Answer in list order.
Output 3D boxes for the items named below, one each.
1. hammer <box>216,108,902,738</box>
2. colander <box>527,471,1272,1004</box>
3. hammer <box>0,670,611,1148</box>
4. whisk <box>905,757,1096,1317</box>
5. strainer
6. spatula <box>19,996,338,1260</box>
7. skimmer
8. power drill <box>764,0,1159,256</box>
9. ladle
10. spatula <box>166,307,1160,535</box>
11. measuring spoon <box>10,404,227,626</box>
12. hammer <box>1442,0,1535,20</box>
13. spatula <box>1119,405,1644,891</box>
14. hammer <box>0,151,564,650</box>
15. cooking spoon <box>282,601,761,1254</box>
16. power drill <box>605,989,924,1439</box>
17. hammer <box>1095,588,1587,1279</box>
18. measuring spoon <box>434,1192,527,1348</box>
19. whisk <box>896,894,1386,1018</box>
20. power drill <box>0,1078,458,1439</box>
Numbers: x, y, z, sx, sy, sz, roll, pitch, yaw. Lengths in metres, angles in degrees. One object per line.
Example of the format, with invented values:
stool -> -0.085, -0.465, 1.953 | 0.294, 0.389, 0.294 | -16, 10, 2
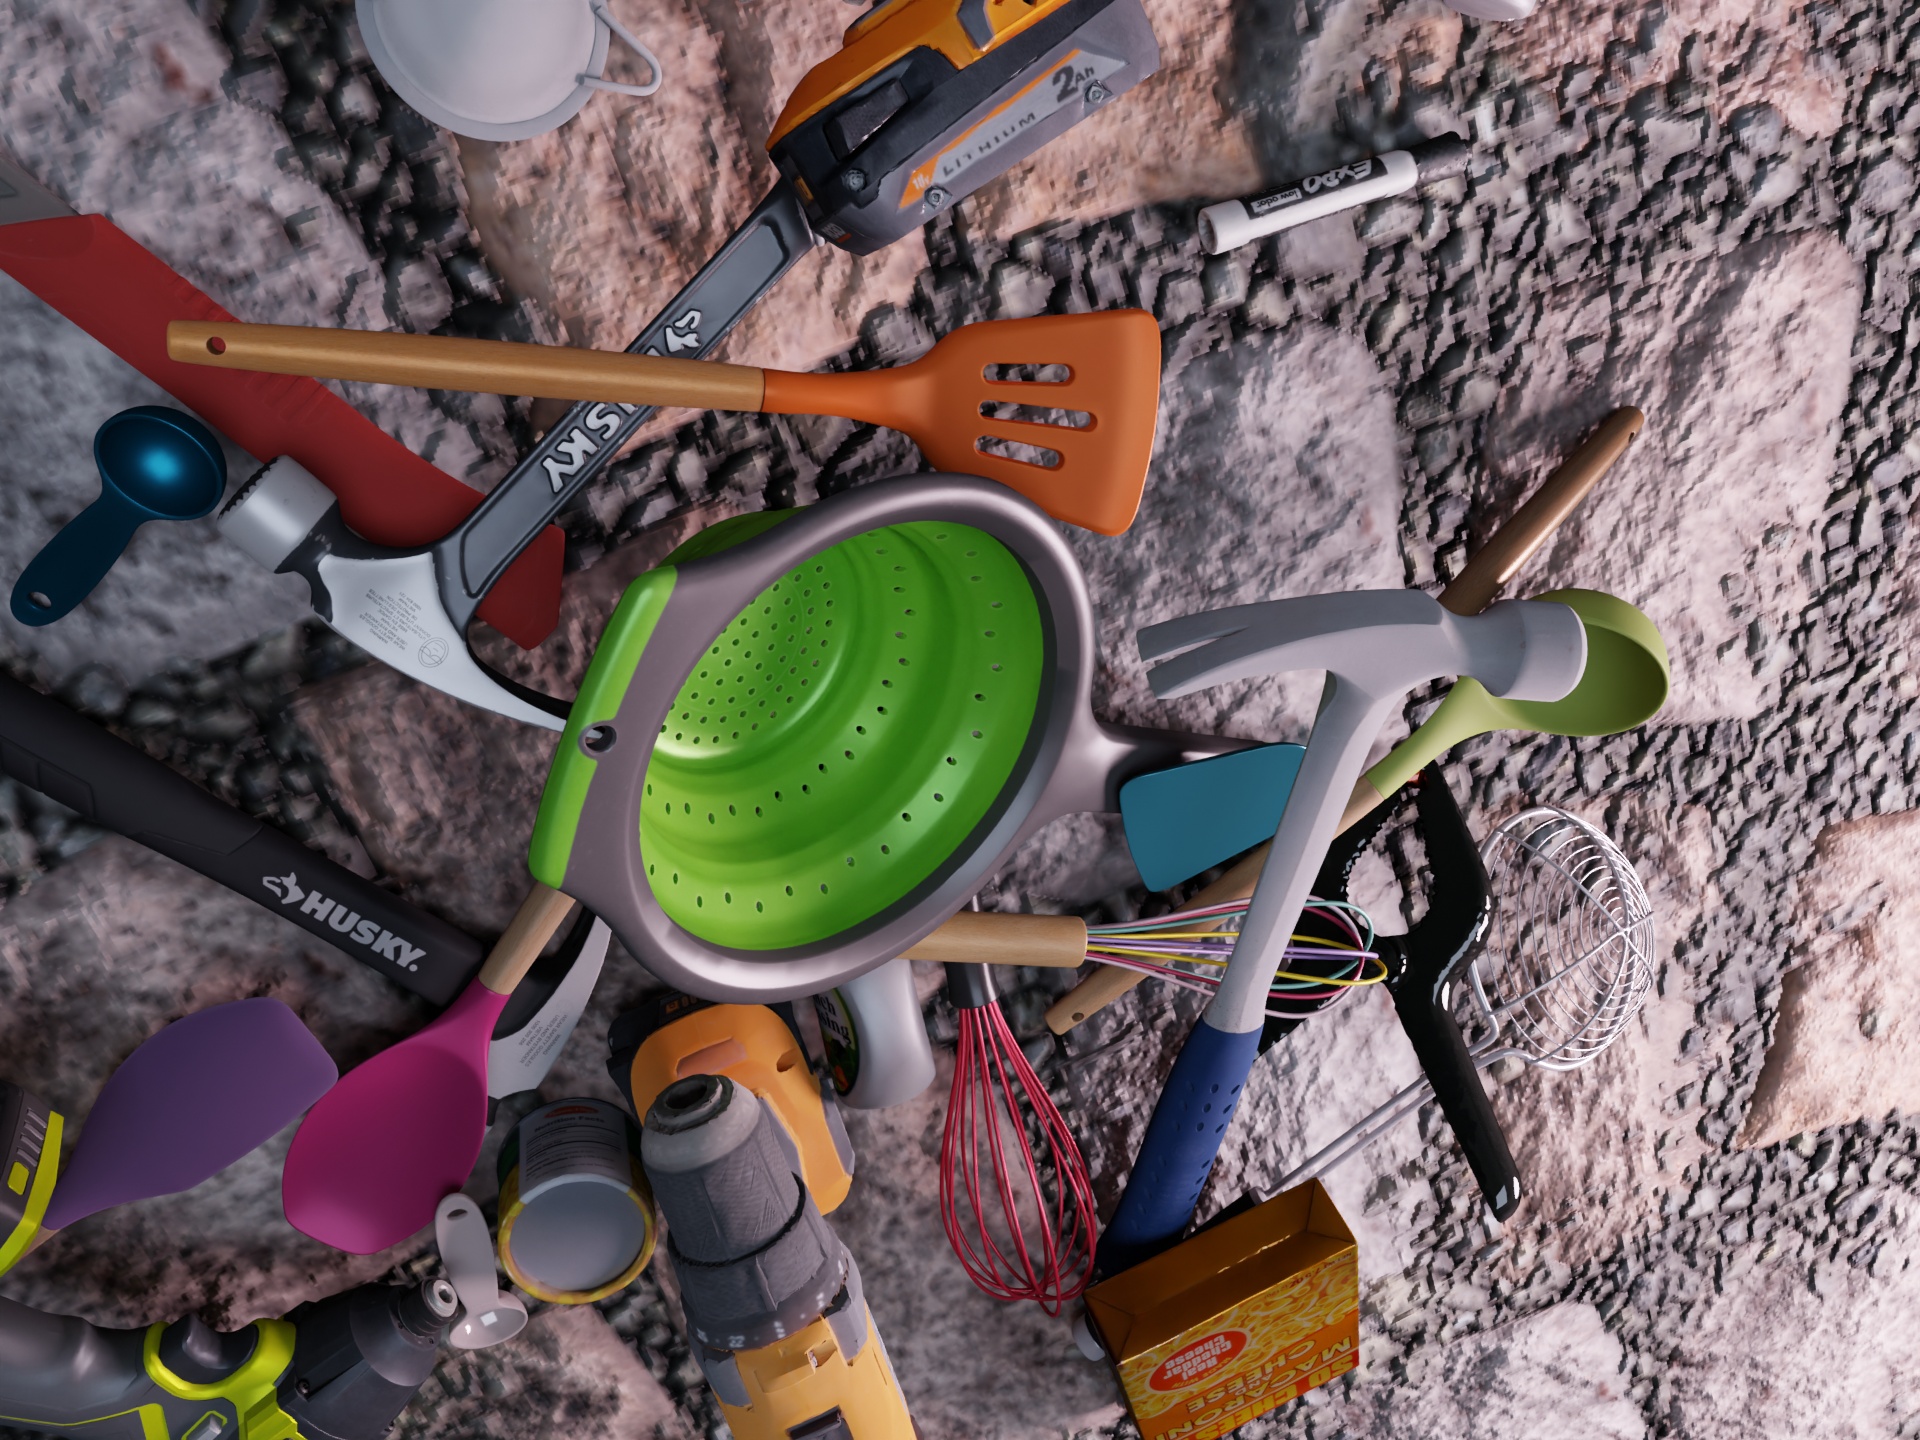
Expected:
hammer -> -0.064, -0.166, 0.566 | 0.409, 0.036, 0.149 | -46, 114, 1
colander -> -0.001, -0.002, 0.625 | 0.396, 0.095, 0.204 | 6, 114, -46
hammer -> -0.288, 0.038, 0.610 | 0.334, 0.035, 0.146 | 36, 96, -23
whisk -> 0.010, 0.142, 0.718 | 0.073, 0.073, 0.295 | -15, 106, -11
strainer -> -0.225, -0.259, 0.526 | 0.258, 0.050, 0.087 | 12, 89, -16
spatula -> -0.384, 0.209, 0.632 | 0.316, 0.018, 0.059 | -36, 99, 5
skimmer -> 0.195, 0.190, 0.803 | 0.363, 0.090, 0.127 | -41, 109, 11
power drill -> -0.058, -0.260, 0.481 | 0.164, 0.084, 0.226 | -34, 107, -4
ladle -> 0.168, 0.052, 0.710 | 0.320, 0.062, 0.078 | -38, 119, 11
spatula -> -0.090, -0.113, 0.535 | 0.322, 0.041, 0.081 | 1, 108, -18
measuring spoon -> -0.297, -0.071, 0.557 | 0.128, 0.021, 0.042 | -31, 122, 31
hammer -> 0.064, -0.380, 0.567 | 0.386, 0.038, 0.143 | 10, 104, -19
spatula -> 0.194, -0.042, 0.690 | 0.317, 0.044, 0.082 | -43, 142, -18
hammer -> -0.292, -0.137, 0.548 | 0.358, 0.037, 0.149 | 40, 94, -23
cooking spoon -> -0.170, 0.084, 0.628 | 0.068, 0.017, 0.319 | 32, 99, -18
power drill -> -0.083, 0.176, 0.609 | 0.084, 0.226, 0.185 | -21, 112, -9
hammer -> 0.107, 0.112, 0.645 | 0.144, 0.035, 0.405 | 3, 131, -9
measuring spoon -> -0.210, 0.233, 0.685 | 0.034, 0.018, 0.124 | -12, 135, -18
whisk -> 0.072, 0.095, 0.673 | 0.245, 0.047, 0.051 | 5, 132, -17
power drill -> -0.322, 0.235, 0.609 | 0.171, 0.080, 0.223 | -37, 126, 8
